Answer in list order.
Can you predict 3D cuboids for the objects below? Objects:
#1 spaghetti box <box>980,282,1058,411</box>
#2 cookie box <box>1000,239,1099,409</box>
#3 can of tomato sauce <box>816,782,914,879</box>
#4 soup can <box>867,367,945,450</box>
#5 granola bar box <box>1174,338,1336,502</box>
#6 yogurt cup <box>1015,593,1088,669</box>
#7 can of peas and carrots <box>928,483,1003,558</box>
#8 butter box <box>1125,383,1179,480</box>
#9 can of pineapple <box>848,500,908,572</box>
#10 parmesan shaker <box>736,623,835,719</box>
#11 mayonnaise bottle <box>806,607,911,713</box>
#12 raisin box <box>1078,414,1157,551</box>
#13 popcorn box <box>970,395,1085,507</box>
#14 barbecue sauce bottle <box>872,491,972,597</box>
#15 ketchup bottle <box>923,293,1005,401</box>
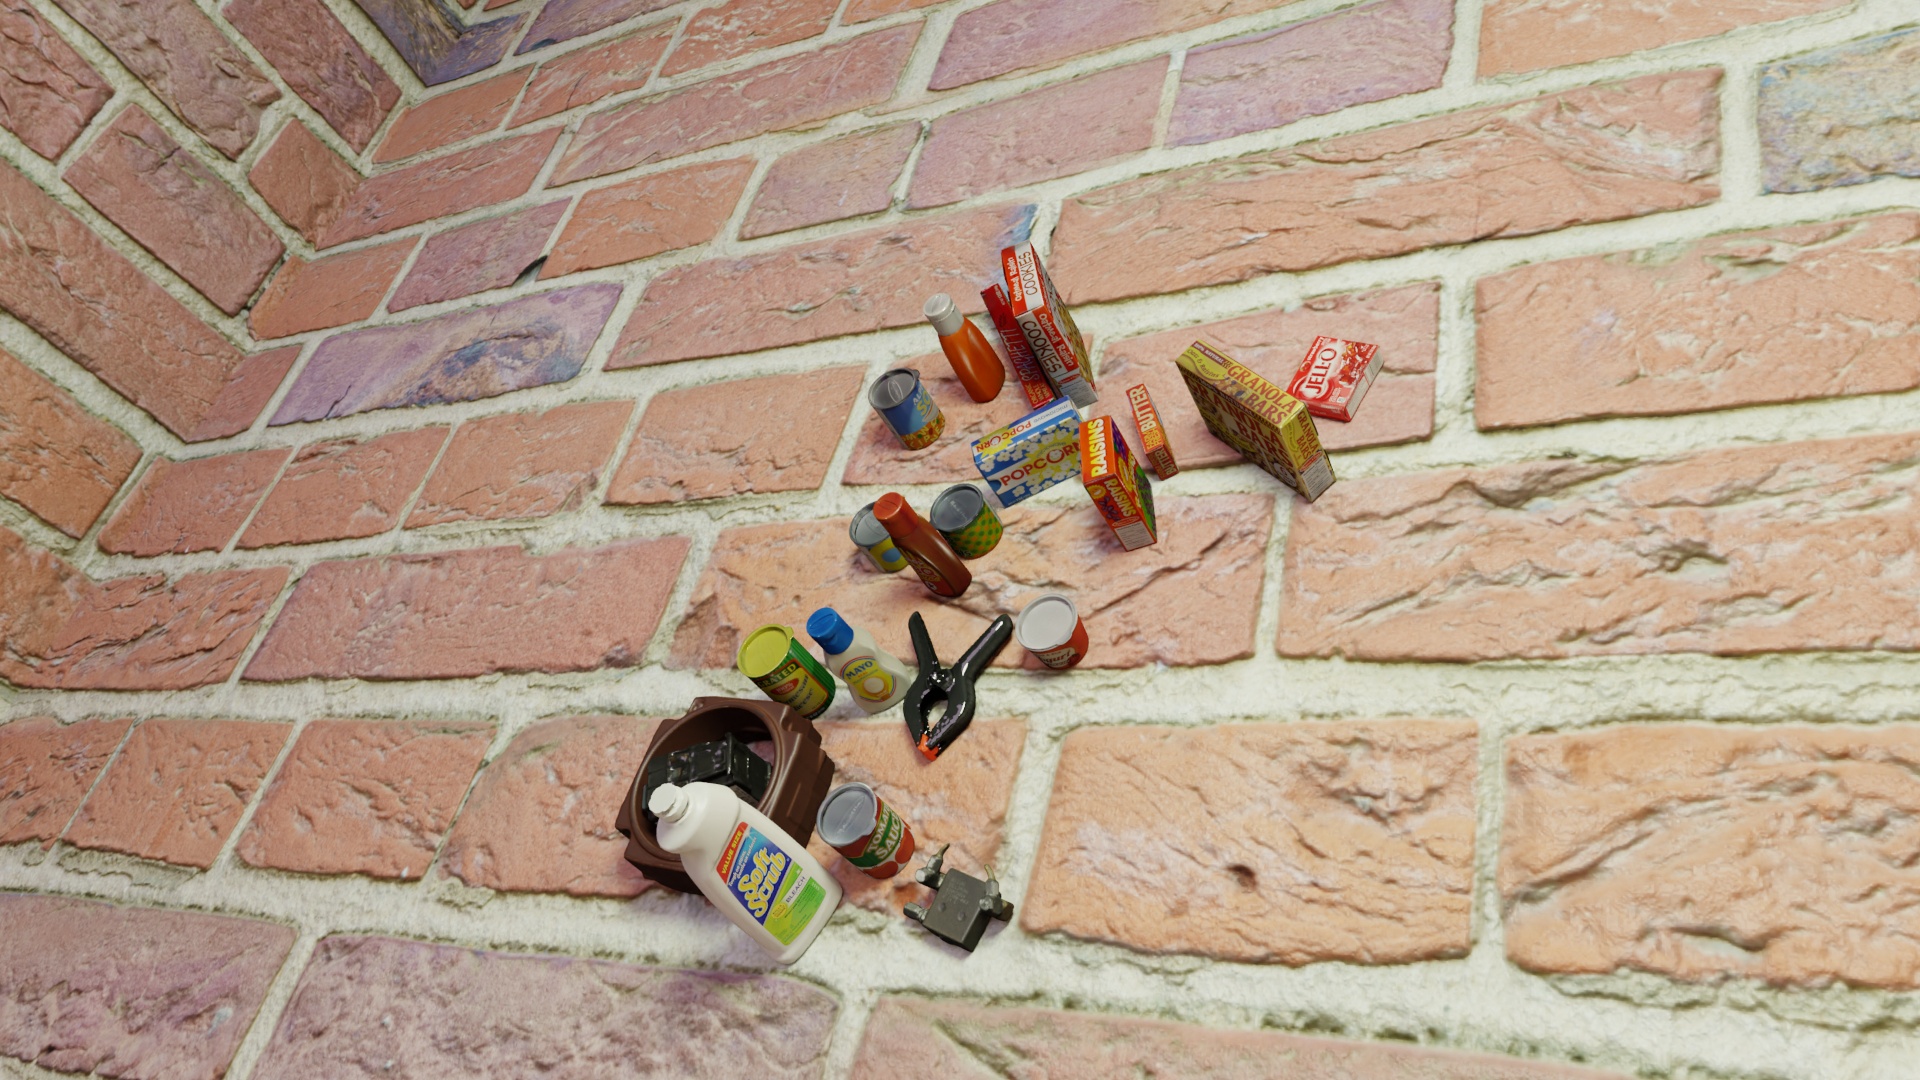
[{"bbox_3d":[0.076,-0.225,1.696,0.028,0.050,0.251,-29,45,9],"label":"spaghetti box"},{"bbox_3d":[0.103,-0.249,1.616,0.040,0.167,0.123,-22,46,15],"label":"cookie box"},{"bbox_3d":[-0.090,0.285,1.356,0.071,0.083,0.071,-17,48,20],"label":"can of tomato sauce"},{"bbox_3d":[-0.063,-0.162,1.706,0.071,0.083,0.072,-17,48,20],"label":"soup can"},{"bbox_3d":[0.302,-0.124,1.422,0.039,0.123,0.166,-42,45,-4],"label":"granola bar box"},{"bbox_3d":[0.097,0.096,1.418,0.072,0.053,0.073,-17,48,20],"label":"yogurt cup"},{"bbox_3d":[0.006,-0.020,1.565,0.071,0.058,0.071,-17,48,20],"label":"can of peas and carrots"},{"bbox_3d":[0.210,-0.120,1.525,0.024,0.053,0.104,-23,46,14],"label":"butter box"},{"bbox_3d":[-0.085,-0.006,1.610,0.071,0.057,0.071,-17,48,20],"label":"can of pineapple"},{"bbox_3d":[-0.186,0.144,1.516,0.071,0.102,0.072,-17,48,20],"label":"parmesan shaker"},{"bbox_3d":[-0.110,0.124,1.454,0.065,0.147,0.041,-31,45,7],"label":"mayonnaise bottle"},{"bbox_3d":[0.164,-0.060,1.454,0.040,0.123,0.086,-16,48,20],"label":"raisin box"},{"bbox_3d":[0.086,-0.099,1.562,0.126,0.085,0.038,-26,46,12],"label":"popcorn box"},{"bbox_3d":[-0.045,0.004,1.512,0.065,0.148,0.044,19,67,40],"label":"barbecue sauce bottle"},{"bbox_3d":[0.005,-0.236,1.679,0.043,0.148,0.065,-4,53,30],"label":"ketchup bottle"}]
